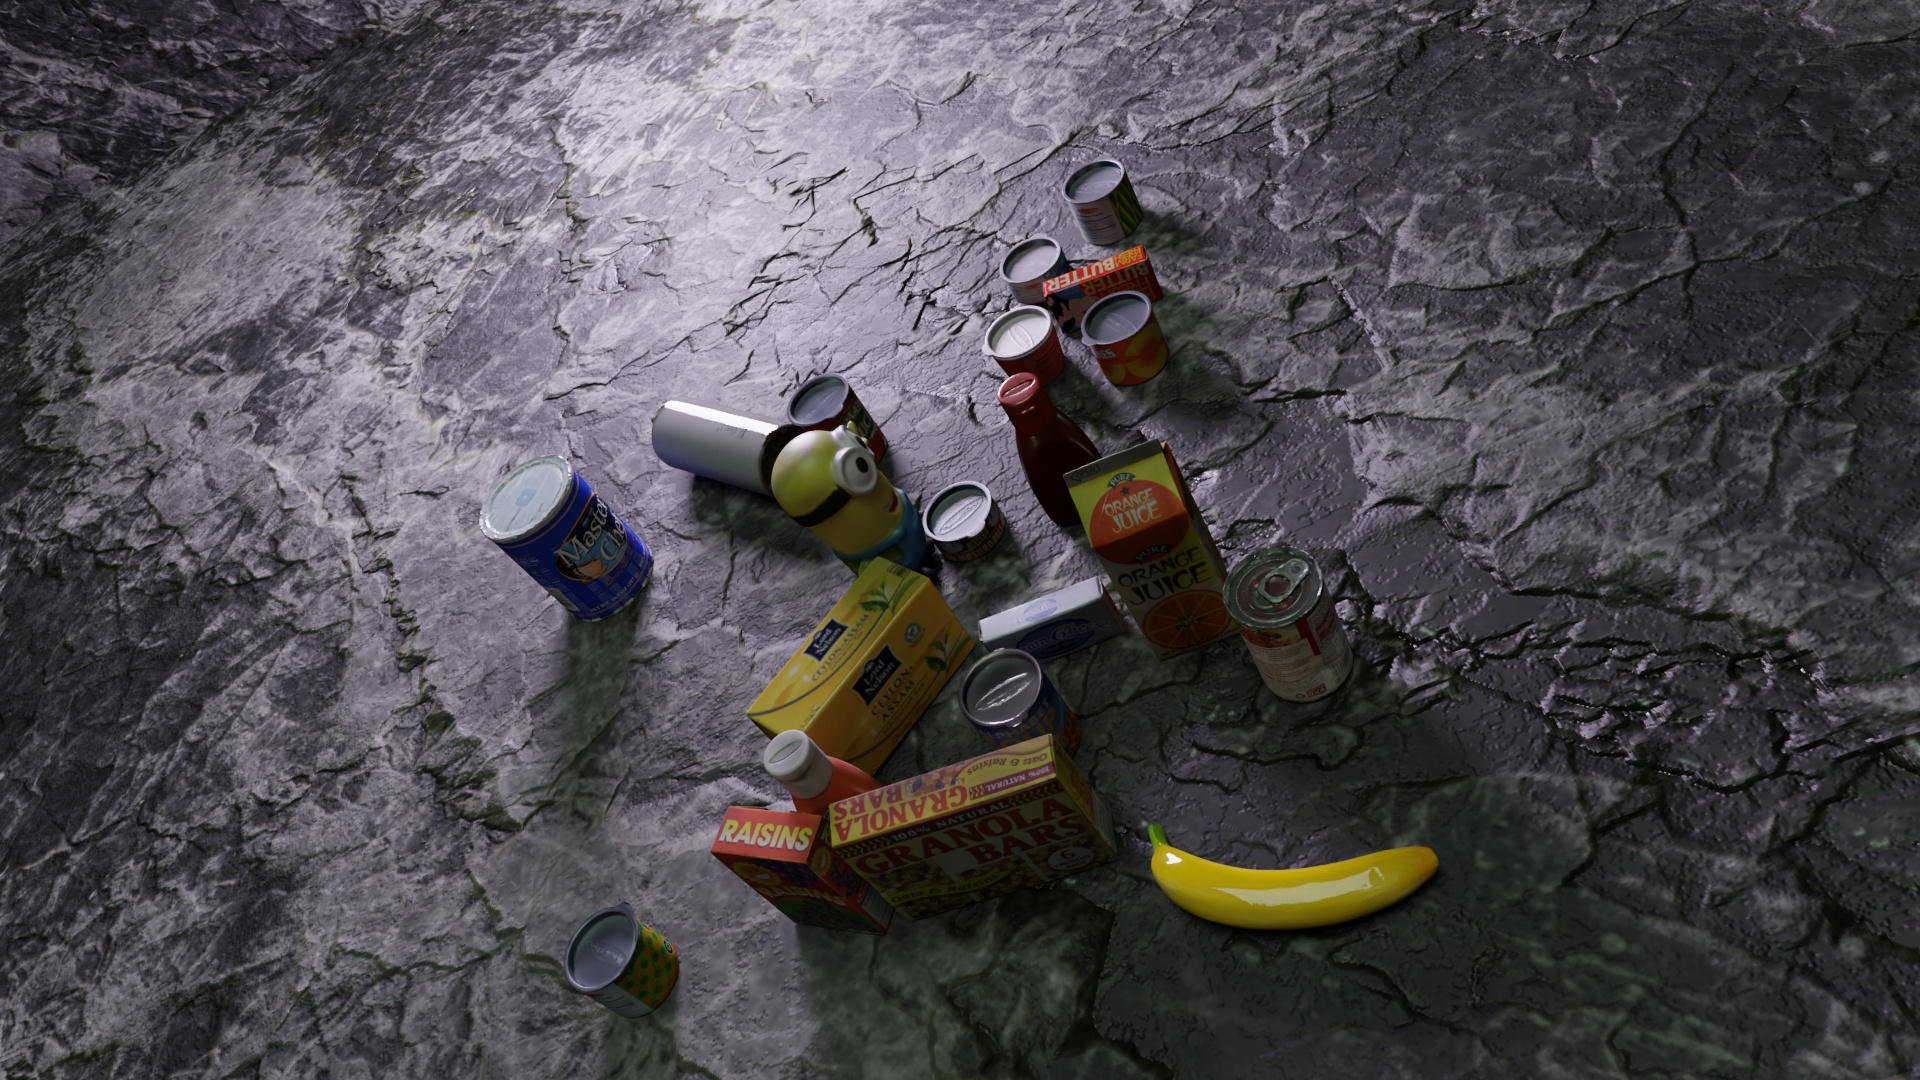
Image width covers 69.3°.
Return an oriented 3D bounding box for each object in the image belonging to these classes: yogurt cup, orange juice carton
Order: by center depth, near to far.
[{"bbox_3d":[0.140,-0.001,1.010,0.072,0.192,0.073,-21,45,13],"label":"orange juice carton"},{"bbox_3d":[0.064,-0.179,1.308,0.072,0.053,0.073,-16,47,18],"label":"yogurt cup"}]

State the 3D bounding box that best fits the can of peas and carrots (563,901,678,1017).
[{"bbox_3d":[-0.257,0.320,1.061,0.071,0.058,0.071,-16,47,18],"label":"can of peas and carrots"}]

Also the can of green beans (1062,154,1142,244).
[{"bbox_3d":[0.143,-0.340,1.398,0.071,0.057,0.071,-16,47,18],"label":"can of green beans"}]

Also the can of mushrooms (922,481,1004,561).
[{"bbox_3d":[0.004,-0.015,1.216,0.071,0.033,0.071,-16,47,18],"label":"can of mushrooms"}]

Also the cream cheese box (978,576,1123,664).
[{"bbox_3d":[0.071,0.068,1.090,0.104,0.053,0.024,-22,45,13],"label":"cream cheese box"}]

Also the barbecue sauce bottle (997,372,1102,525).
[{"bbox_3d":[0.076,-0.076,1.144,0.065,0.148,0.044,-26,45,9],"label":"barbecue sauce bottle"}]

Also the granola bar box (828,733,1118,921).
[{"bbox_3d":[0.011,0.202,0.959,0.165,0.123,0.039,-20,46,14],"label":"granola bar box"}]

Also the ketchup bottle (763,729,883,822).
[{"bbox_3d":[-0.091,0.189,1.013,0.065,0.148,0.044,-34,44,1],"label":"ketchup bottle"}]

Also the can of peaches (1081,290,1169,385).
[{"bbox_3d":[0.148,-0.181,1.257,0.071,0.058,0.071,-16,47,18],"label":"can of peaches"}]

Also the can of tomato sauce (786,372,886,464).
[{"bbox_3d":[-0.116,-0.108,1.331,0.071,0.082,0.071,-16,47,18],"label":"can of tomato sauce"}]

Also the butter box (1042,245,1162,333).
[{"bbox_3d":[0.135,-0.238,1.317,0.103,0.053,0.024,-19,46,16],"label":"butter box"}]

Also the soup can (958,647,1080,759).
[{"bbox_3d":[0.046,0.132,1.029,0.071,0.083,0.072,-16,47,18],"label":"soup can"}]

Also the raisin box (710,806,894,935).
[{"bbox_3d":[-0.110,0.238,1.000,0.086,0.123,0.040,-1,53,30],"label":"raisin box"}]

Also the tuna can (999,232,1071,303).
[{"bbox_3d":[0.076,-0.273,1.397,0.071,0.032,0.071,-16,47,18],"label":"tuna can"}]
